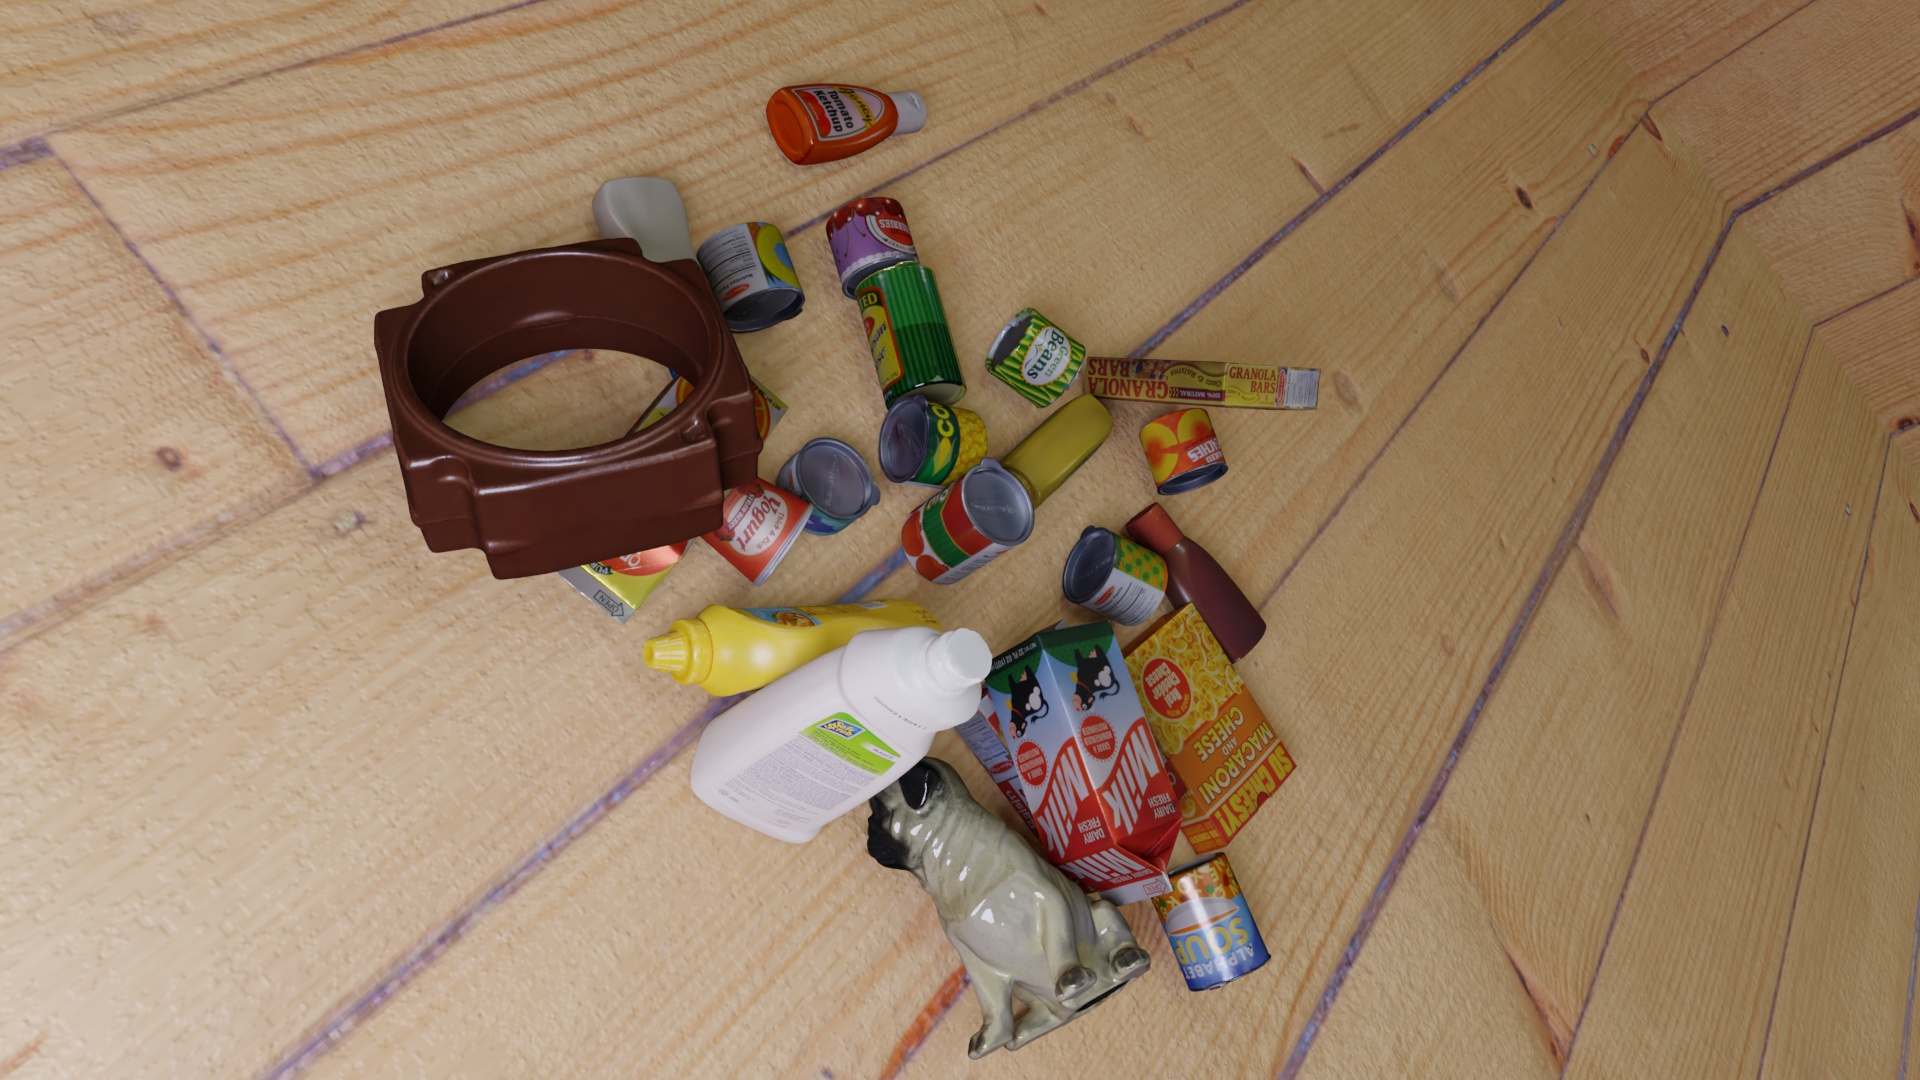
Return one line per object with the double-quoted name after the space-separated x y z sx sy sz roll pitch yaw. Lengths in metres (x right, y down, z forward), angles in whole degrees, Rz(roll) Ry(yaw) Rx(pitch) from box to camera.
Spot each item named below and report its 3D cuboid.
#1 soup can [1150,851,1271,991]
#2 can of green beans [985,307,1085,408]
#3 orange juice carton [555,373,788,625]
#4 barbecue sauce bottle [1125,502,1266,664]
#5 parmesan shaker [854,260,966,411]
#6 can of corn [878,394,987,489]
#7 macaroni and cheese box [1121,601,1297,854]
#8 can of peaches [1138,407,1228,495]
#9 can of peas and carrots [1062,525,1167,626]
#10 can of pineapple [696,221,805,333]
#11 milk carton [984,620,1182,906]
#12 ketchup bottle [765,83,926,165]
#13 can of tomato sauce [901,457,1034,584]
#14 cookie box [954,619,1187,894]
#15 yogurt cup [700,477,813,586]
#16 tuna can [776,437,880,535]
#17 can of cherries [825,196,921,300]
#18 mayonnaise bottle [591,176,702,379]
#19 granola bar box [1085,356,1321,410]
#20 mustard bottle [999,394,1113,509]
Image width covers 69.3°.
0.184 0.285 1.038 0.071 0.071 0.084 -14 76 -42 "soup can"
0.063 -0.155 1.175 0.058 0.071 0.071 34 51 -20 "can of green beans"
-0.197 -0.035 0.902 0.071 0.072 0.194 41 49 -15 "orange juice carton"
0.201 0.035 1.201 0.148 0.043 0.065 52 46 -3 "barbecue sauce bottle"
-0.039 -0.158 1.093 0.071 0.071 0.103 -2 69 -39 "parmesan shaker"
-0.020 -0.075 1.065 0.058 0.071 0.071 8 63 -37 "can of corn"
0.191 0.151 1.134 0.124 0.040 0.166 -33 89 -43 "macaroni and cheese box"
0.200 -0.081 1.243 0.071 0.071 0.058 -3 69 -39 "can of peaches"
0.125 0.028 1.130 0.059 0.070 0.071 25 54 -28 "can of peas and carrots"
-0.154 -0.193 1.025 0.071 0.070 0.058 -10 74 -41 "can of pineapple"
0.091 0.159 0.972 0.074 0.072 0.191 -8 72 -40 "milk carton"
-0.092 -0.356 1.175 0.149 0.043 0.065 -24 84 -44 "ketchup bottle"
0.004 -0.013 1.042 0.071 0.082 0.071 18 57 -31 "can of tomato sauce"
0.084 0.161 1.044 0.167 0.040 0.123 54 47 -3 "cookie box"
-0.140 -0.011 0.942 0.054 0.072 0.073 35 50 -9 "yogurt cup"
-0.096 -0.038 1.010 0.071 0.032 0.071 18 57 -31 "tuna can"
-0.068 -0.234 1.110 0.071 0.071 0.058 -3 69 -39 "can of cherries"
-0.212 -0.187 0.992 0.065 0.041 0.148 -12 76 -40 "mayonnaise bottle"
0.211 -0.138 1.220 0.124 0.165 0.039 -2 99 -39 "granola bar box"
0.063 -0.060 1.131 0.049 0.065 0.161 48 53 -2 "mustard bottle"
